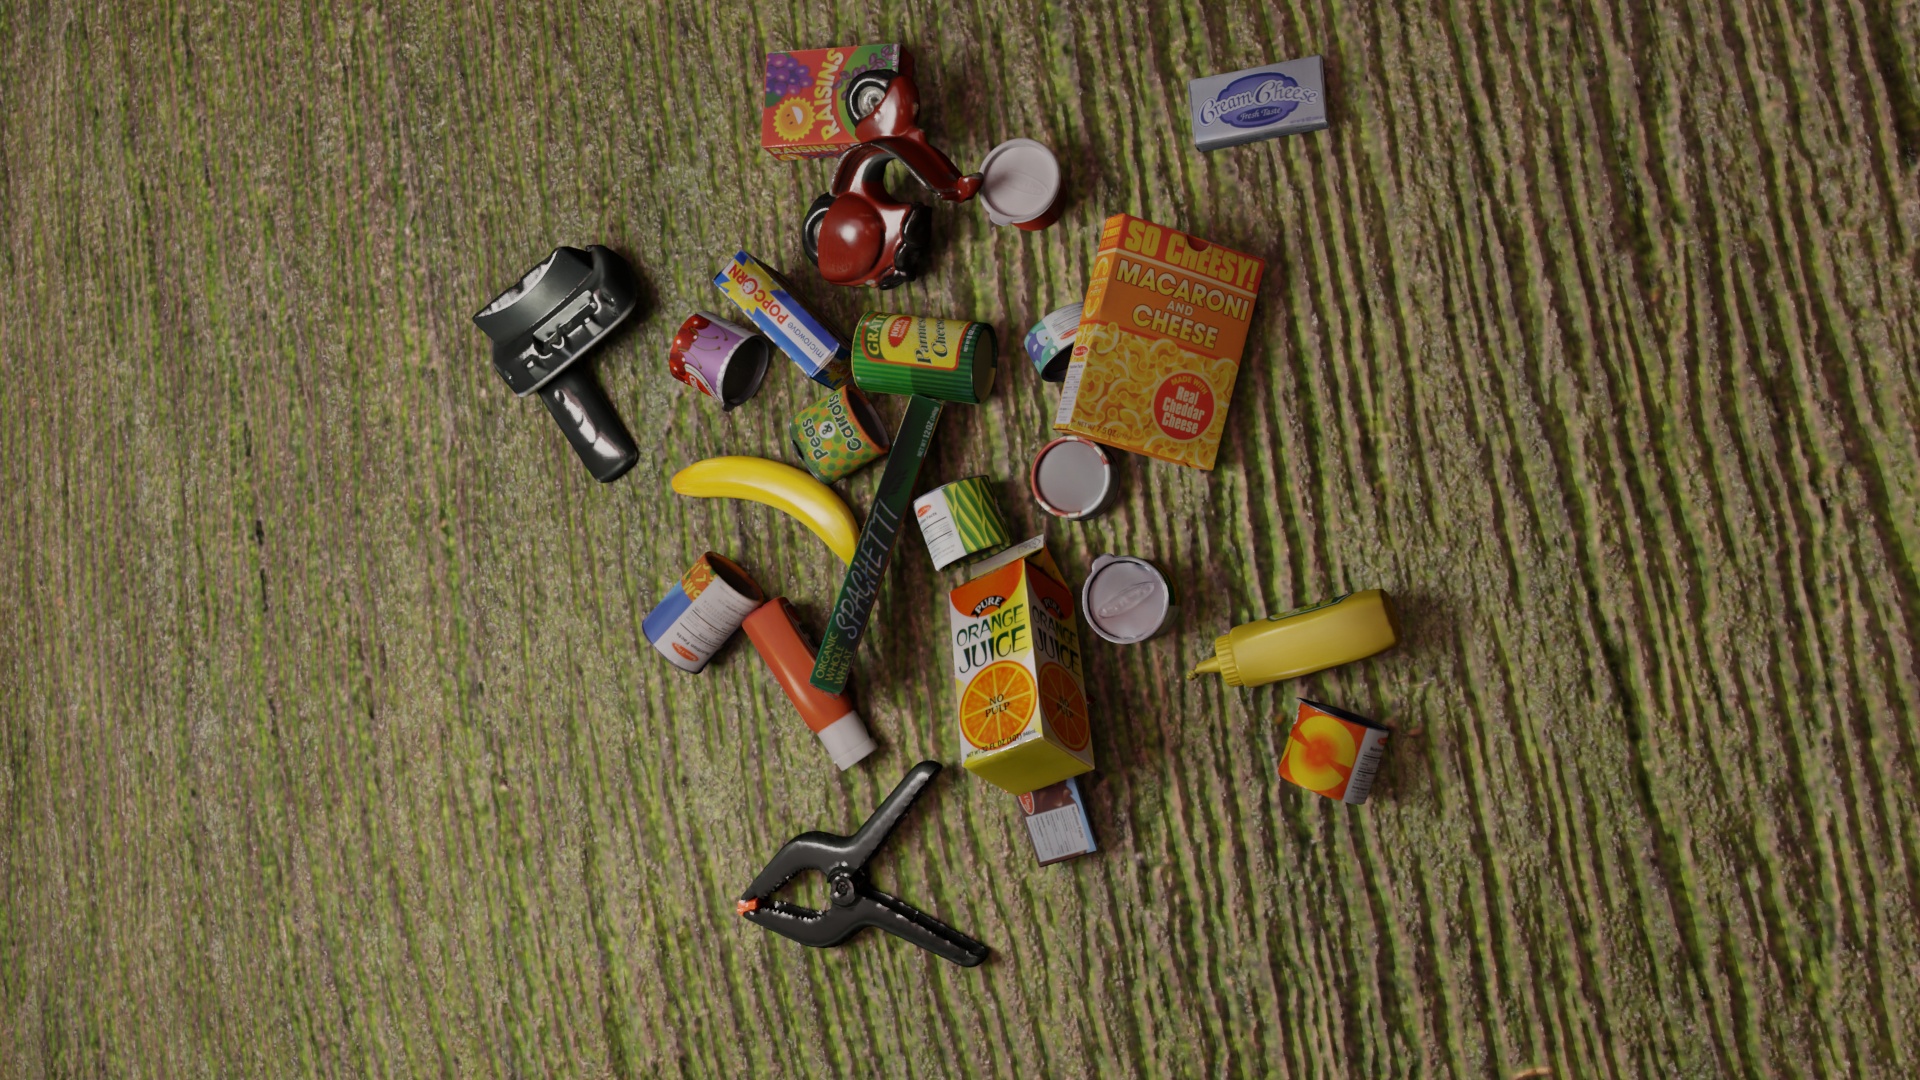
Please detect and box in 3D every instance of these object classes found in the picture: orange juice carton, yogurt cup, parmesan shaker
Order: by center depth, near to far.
[{"bbox_3d":[0.043,0.086,1.057,0.071,0.073,0.193,-25,51,27],"label":"orange juice carton"},{"bbox_3d":[0.053,-0.282,1.116,0.072,0.054,0.072,-1,86,18],"label":"yogurt cup"},{"bbox_3d":[-0.027,-0.151,1.128,0.103,0.071,0.071,8,89,18],"label":"parmesan shaker"}]

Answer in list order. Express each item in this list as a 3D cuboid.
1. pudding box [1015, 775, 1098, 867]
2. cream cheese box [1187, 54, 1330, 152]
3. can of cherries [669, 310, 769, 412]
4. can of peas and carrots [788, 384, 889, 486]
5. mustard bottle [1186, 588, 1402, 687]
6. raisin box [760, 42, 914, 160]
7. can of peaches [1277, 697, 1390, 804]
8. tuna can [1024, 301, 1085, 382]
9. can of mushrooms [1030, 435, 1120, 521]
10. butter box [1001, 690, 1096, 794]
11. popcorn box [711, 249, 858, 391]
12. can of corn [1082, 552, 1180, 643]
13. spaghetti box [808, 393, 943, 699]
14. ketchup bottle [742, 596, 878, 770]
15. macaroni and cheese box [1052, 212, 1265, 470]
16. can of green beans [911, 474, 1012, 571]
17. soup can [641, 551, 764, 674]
[{"bbox_3d":[0.072,0.204,1.074,0.049,0.030,0.083,-17,98,7],"label":"pudding box"},{"bbox_3d":[0.231,-0.338,1.078,0.104,0.024,0.053,-6,84,17],"label":"cream cheese box"},{"bbox_3d":[-0.207,-0.153,1.184,0.058,0.071,0.071,27,95,18],"label":"can of cherries"},{"bbox_3d":[-0.100,-0.087,1.143,0.058,0.071,0.071,-29,78,14],"label":"can of peas and carrots"},{"bbox_3d":[0.241,0.077,1.026,0.160,0.065,0.049,-18,85,20],"label":"mustard bottle"},{"bbox_3d":[-0.105,-0.372,1.182,0.123,0.040,0.086,2,88,17],"label":"raisin box"},{"bbox_3d":[0.269,0.153,1.010,0.071,0.071,0.058,18,93,18],"label":"can of peaches"},{"bbox_3d":[0.085,-0.155,1.092,0.071,0.071,0.033,-31,72,14],"label":"tuna can"},{"bbox_3d":[0.088,-0.050,1.099,0.071,0.033,0.071,-1,87,18],"label":"can of mushrooms"},{"bbox_3d":[0.054,0.147,1.101,0.053,0.024,0.103,44,100,15],"label":"butter box"},{"bbox_3d":[-0.136,-0.179,1.153,0.127,0.085,0.038,45,99,16],"label":"popcorn box"},{"bbox_3d":[0.131,0.043,1.065,0.071,0.058,0.071,-1,86,18],"label":"can of corn"},{"bbox_3d":[-0.068,0.004,1.110,0.029,0.050,0.250,20,80,-4],"label":"spaghetti box"},{"bbox_3d":[-0.123,0.118,1.143,0.043,0.064,0.149,-33,86,-6],"label":"ketchup bottle"},{"bbox_3d":[0.151,-0.148,1.050,0.124,0.040,0.166,14,91,-18],"label":"macaroni and cheese box"},{"bbox_3d":[0.002,-0.013,1.107,0.071,0.071,0.058,-23,81,15],"label":"can of green beans"},{"bbox_3d":[-0.218,0.059,1.175,0.071,0.071,0.083,45,99,15],"label":"soup can"}]
